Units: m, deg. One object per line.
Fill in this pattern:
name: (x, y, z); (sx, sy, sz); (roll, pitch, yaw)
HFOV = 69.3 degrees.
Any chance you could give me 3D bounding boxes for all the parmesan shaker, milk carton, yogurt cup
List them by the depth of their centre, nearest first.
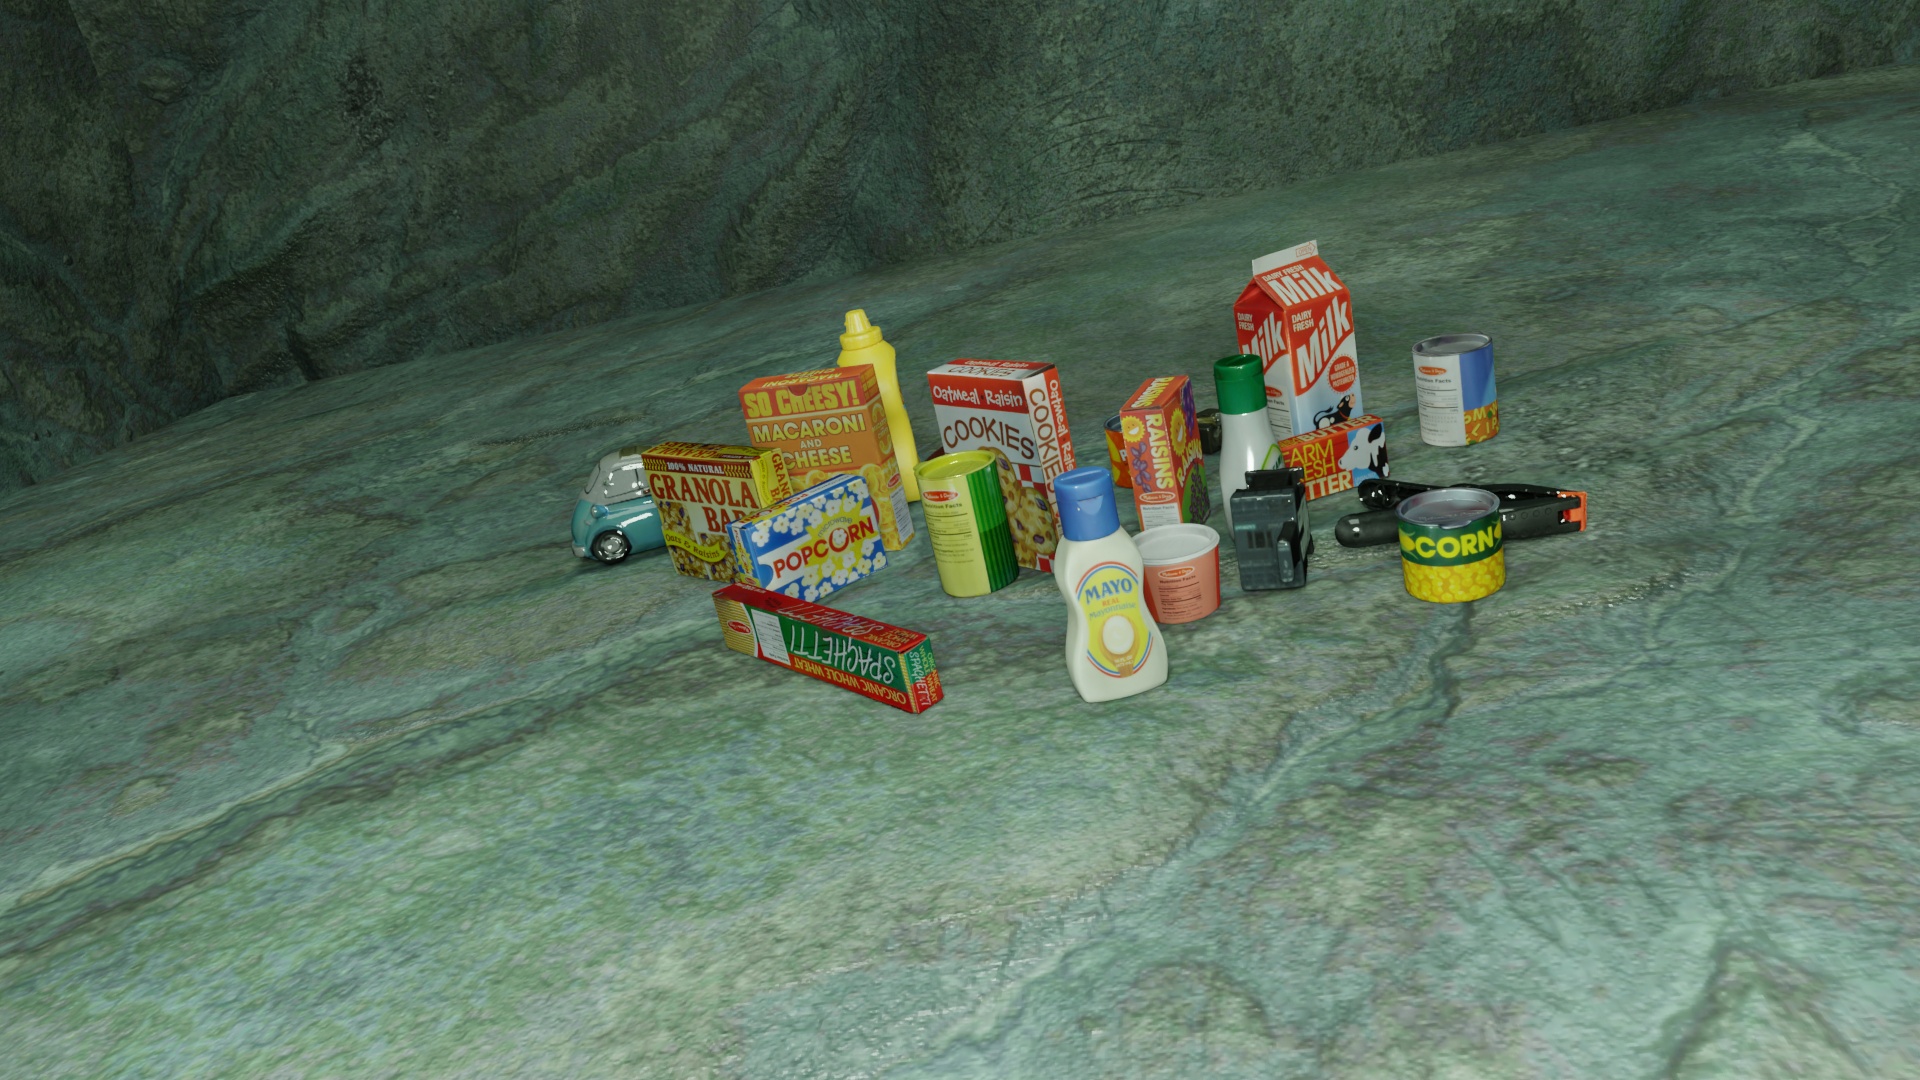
yogurt cup: (0.155, 0.025, 0.994); (0.072, 0.053, 0.072); (-11, 19, 4)
parmesan shaker: (0.004, -0.014, 1.122); (0.071, 0.102, 0.071); (-12, 19, 4)
milk carton: (0.294, -0.159, 1.209); (0.072, 0.189, 0.073); (-21, 21, -22)

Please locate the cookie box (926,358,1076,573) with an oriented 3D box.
cookie box: (0.041, -0.063, 1.137); (0.040, 0.166, 0.123); (-26, 23, -33)

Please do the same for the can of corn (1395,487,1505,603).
can of corn: (0.330, 0.004, 0.933); (0.071, 0.058, 0.071); (-11, 19, 4)

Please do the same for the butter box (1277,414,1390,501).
butter box: (0.302, -0.065, 1.150); (0.104, 0.053, 0.024); (-16, 19, -9)

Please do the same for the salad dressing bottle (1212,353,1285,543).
salad dressing bottle: (0.222, -0.068, 1.065); (0.044, 0.147, 0.064); (4, 26, 41)

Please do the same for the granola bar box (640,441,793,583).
granola bar box: (-0.212, -0.024, 1.252); (0.165, 0.123, 0.039); (6, 27, 43)

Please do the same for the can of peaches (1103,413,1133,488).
can of peaches: (0.169, -0.085, 1.281); (0.071, 0.058, 0.071); (-11, 19, 4)

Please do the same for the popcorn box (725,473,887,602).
popcorn box: (-0.129, 0.004, 1.182); (0.127, 0.085, 0.038); (-27, 23, -34)

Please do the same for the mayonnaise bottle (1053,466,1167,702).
mayonnaise bottle: (0.090, 0.028, 0.885); (0.065, 0.147, 0.041); (-14, 19, -4)

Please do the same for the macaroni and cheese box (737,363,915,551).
macaroni and cheese box: (-0.120, -0.069, 1.257); (0.123, 0.166, 0.040); (-5, 21, 21)

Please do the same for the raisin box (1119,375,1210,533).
raisin box: (0.167, -0.062, 1.122); (0.040, 0.123, 0.086); (-3, 21, 26)

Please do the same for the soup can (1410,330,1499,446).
soup can: (0.432, -0.132, 1.206); (0.071, 0.083, 0.071); (-12, 19, 4)

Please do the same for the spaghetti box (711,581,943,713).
spaghetti box: (-0.104, 0.075, 1.022); (0.029, 0.050, 0.250); (-27, 24, -35)
